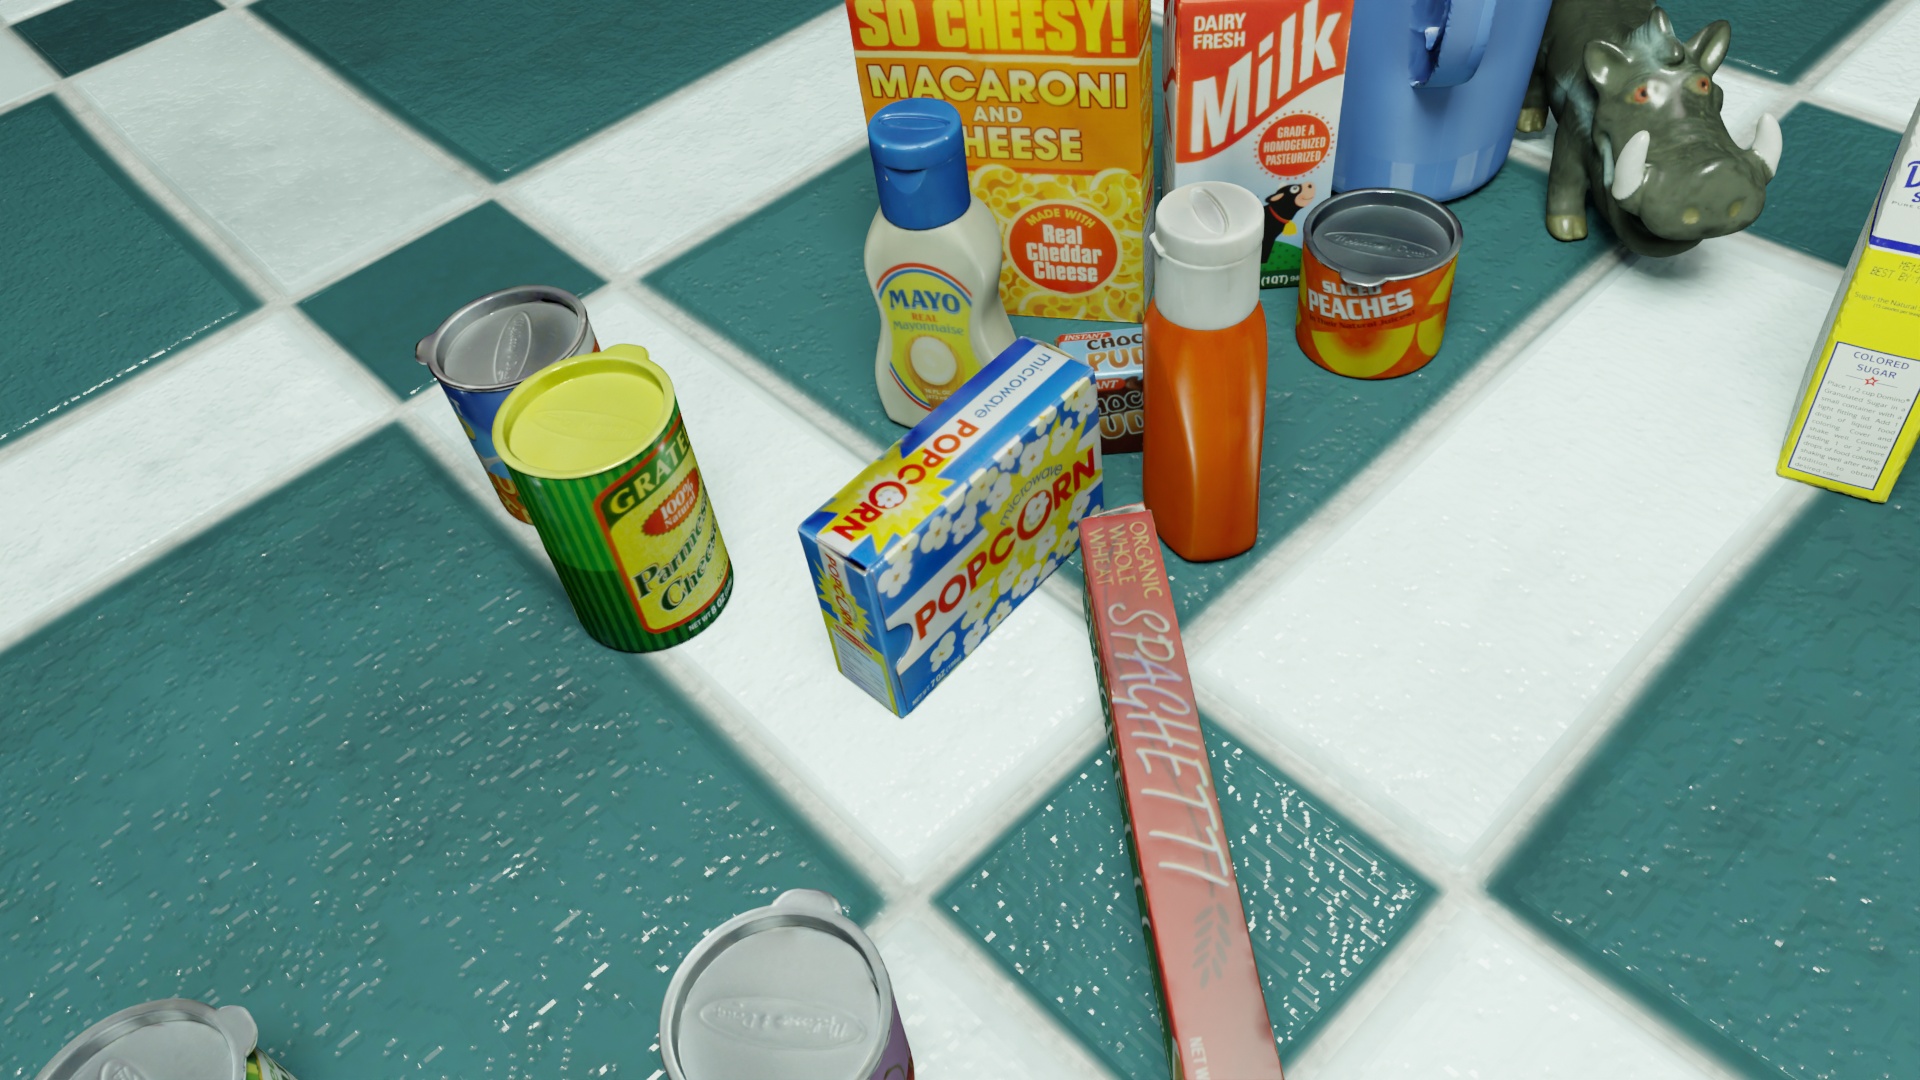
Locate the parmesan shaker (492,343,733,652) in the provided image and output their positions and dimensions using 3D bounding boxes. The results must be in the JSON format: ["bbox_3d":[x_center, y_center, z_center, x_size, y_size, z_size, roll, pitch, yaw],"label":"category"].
[{"bbox_3d":[-0.129,-0.014,0.538,0.071,0.102,0.072,-4,48,5],"label":"parmesan shaker"}]

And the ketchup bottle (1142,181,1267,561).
[{"bbox_3d":[0.090,-0.061,0.518,0.043,0.148,0.065,-13,48,-3],"label":"ketchup bottle"}]

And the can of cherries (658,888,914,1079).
[{"bbox_3d":[-0.047,0.148,0.409,0.071,0.058,0.072,-4,48,5],"label":"can of cherries"}]

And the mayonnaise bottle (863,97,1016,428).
[{"bbox_3d":[-0.010,-0.109,0.576,0.065,0.147,0.041,8,50,15],"label":"mayonnaise bottle"}]

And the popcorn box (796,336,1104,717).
[{"bbox_3d":[0.002,-0.007,0.524,0.038,0.084,0.127,30,58,30],"label":"popcorn box"}]

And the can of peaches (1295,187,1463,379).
[{"bbox_3d":[0.182,-0.112,0.612,0.071,0.057,0.071,-4,48,5],"label":"can of peaches"}]

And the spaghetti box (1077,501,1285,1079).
[{"bbox_3d":[0.069,0.094,0.447,0.029,0.050,0.251,-8,48,1],"label":"spaghetti box"}]

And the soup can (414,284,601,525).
[{"bbox_3d":[-0.183,-0.056,0.596,0.071,0.083,0.072,-4,48,5],"label":"soup can"}]

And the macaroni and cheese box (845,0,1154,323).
[{"bbox_3d":[0.023,-0.177,0.620,0.124,0.165,0.040,6,49,13],"label":"macaroni and cheese box"}]

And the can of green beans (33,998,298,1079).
[{"bbox_3d":[-0.230,0.178,0.408,0.071,0.057,0.071,-4,48,5],"label":"can of green beans"}]

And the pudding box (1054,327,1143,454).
[{"bbox_3d":[0.083,-0.065,0.589,0.084,0.049,0.030,-4,48,4],"label":"pudding box"}]

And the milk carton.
[{"bbox_3d":[0.128,-0.208,0.618,0.072,0.189,0.074,-4,48,5],"label":"milk carton"}]
